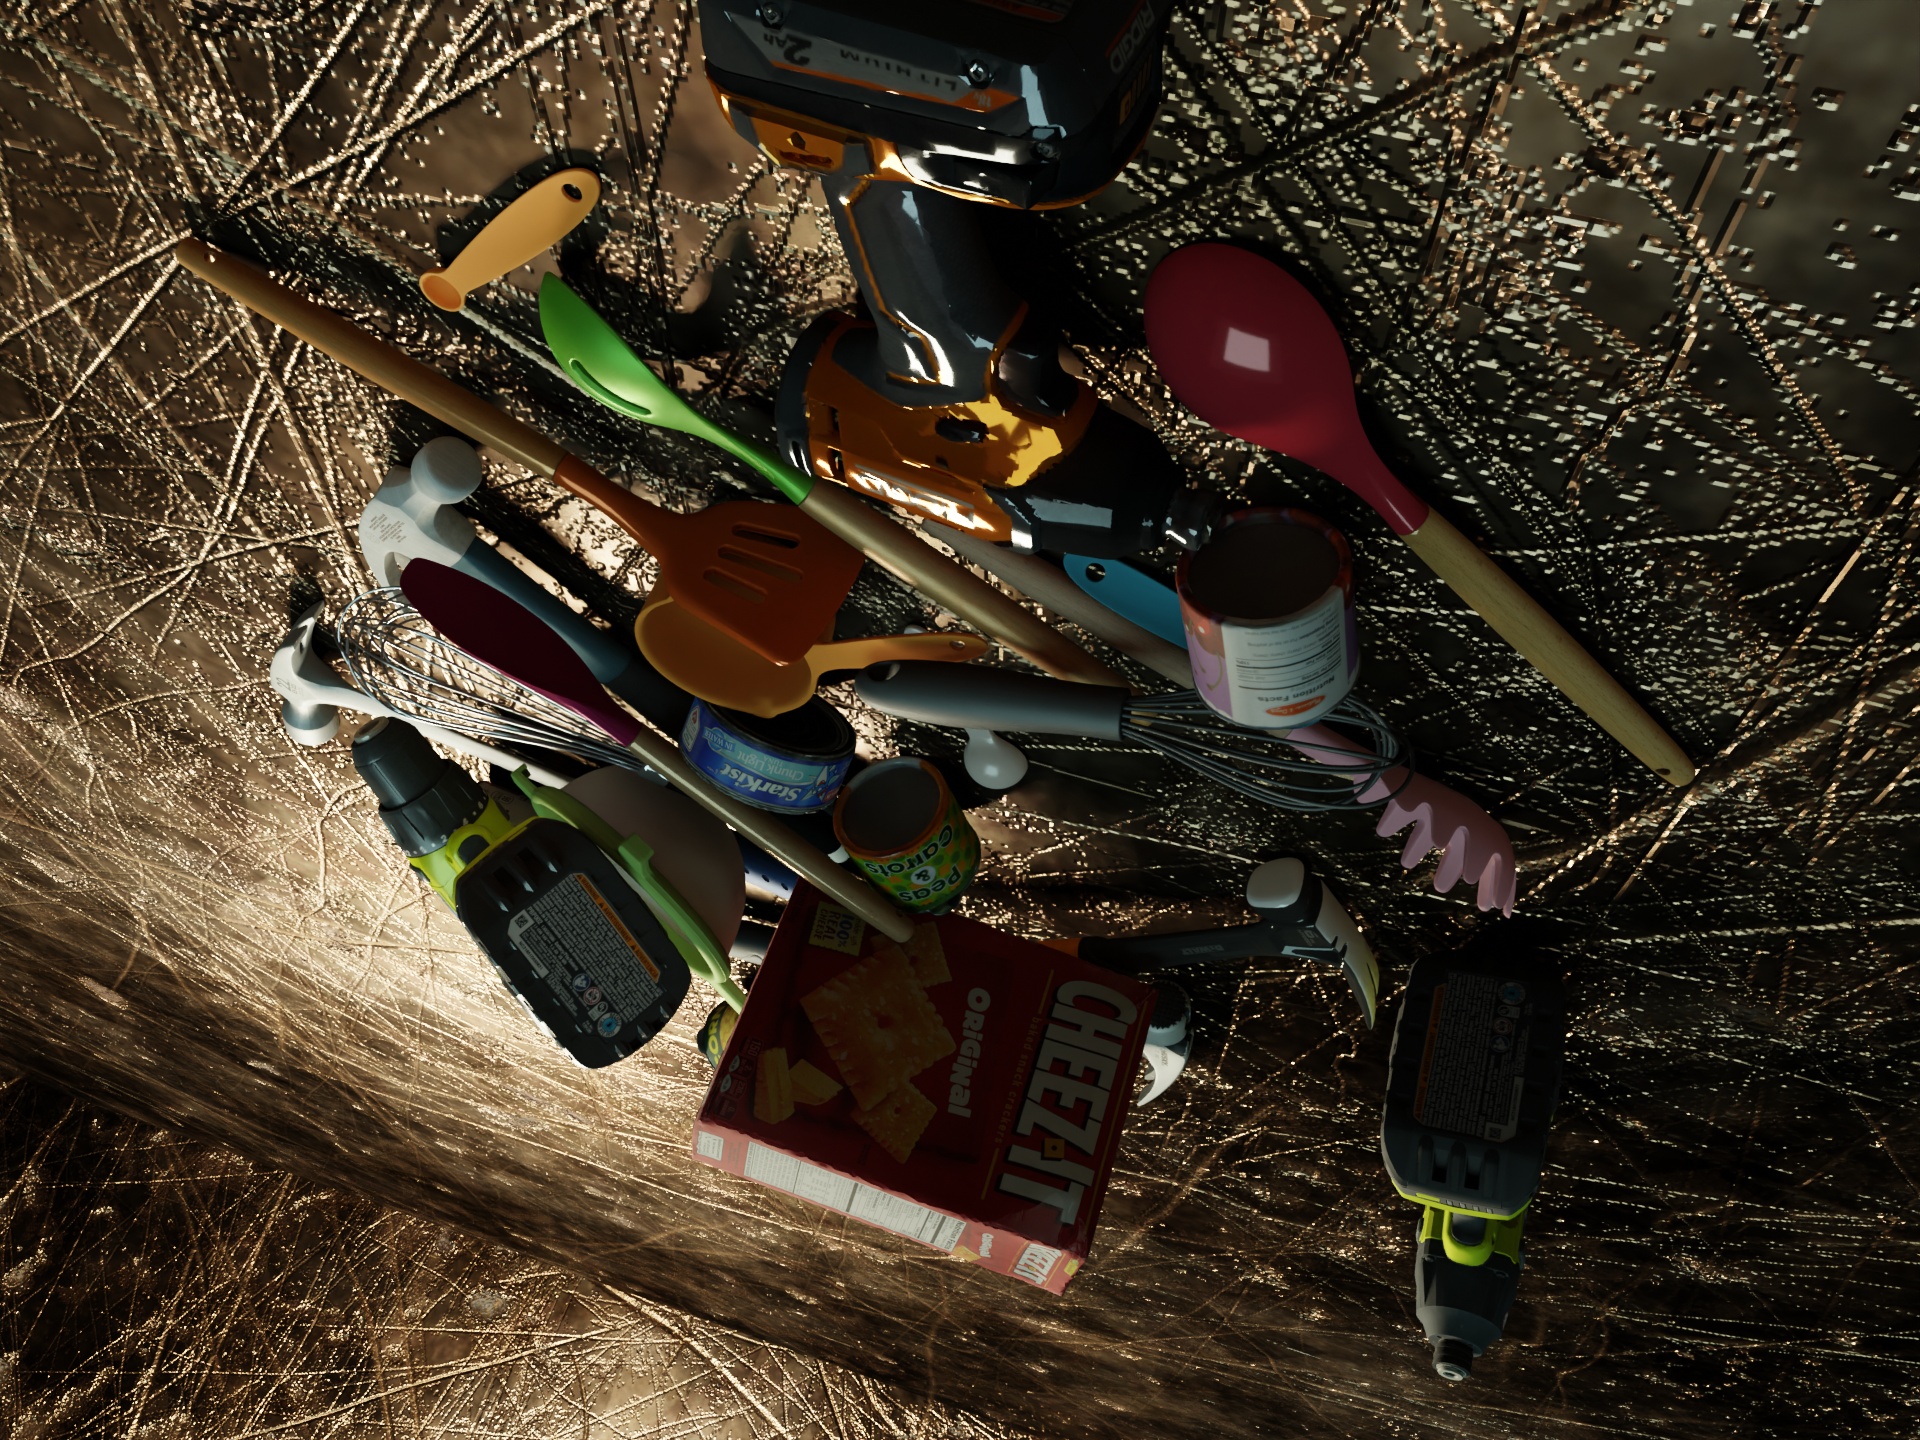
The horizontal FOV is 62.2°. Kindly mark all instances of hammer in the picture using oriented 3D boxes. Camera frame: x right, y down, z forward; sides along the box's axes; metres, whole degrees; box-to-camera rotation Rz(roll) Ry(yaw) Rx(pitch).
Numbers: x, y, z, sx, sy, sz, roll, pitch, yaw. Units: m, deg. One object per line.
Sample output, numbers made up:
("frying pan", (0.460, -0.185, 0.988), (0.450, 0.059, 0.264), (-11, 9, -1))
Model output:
("hammer", (-0.043, 0.177, 1.082), (0.409, 0.036, 0.149), (12, 149, 16))
("hammer", (0.071, 0.144, 0.931), (0.337, 0.034, 0.127), (-12, 135, 35))
("hammer", (-0.235, 0.042, 0.985), (0.405, 0.035, 0.144), (23, 149, -2))
("hammer", (-0.173, -0.021, 0.852), (0.330, 0.033, 0.128), (39, 144, -27))

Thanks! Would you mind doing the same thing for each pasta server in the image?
("pasta server", (0.118, -0.005, 0.696), (0.316, 0.040, 0.060), (29, 176, -10))

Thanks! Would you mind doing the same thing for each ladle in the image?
("ladle", (0.181, -0.060, 0.585), (0.315, 0.031, 0.069), (36, 150, -25))

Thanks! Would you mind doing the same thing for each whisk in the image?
("whisk", (0.066, 0.000, 0.661), (0.239, 0.055, 0.055), (8, 147, 18))
("whisk", (-0.186, 0.009, 0.823), (0.284, 0.070, 0.070), (27, 149, -19))

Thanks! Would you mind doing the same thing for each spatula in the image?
("spatula", (-0.193, -0.126, 0.686), (0.322, 0.081, 0.041), (30, 157, -3))

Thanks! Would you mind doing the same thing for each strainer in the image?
("strainer", (-0.143, 0.110, 0.930), (0.152, 0.069, 0.256), (21, 152, 48))

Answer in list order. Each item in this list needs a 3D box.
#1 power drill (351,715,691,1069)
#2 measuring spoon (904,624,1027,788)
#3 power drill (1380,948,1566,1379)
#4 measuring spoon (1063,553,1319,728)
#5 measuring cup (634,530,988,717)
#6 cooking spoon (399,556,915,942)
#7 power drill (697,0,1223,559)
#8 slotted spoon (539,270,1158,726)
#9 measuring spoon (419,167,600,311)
("power drill", (-0.257, 0.091, 0.898), (0.229, 0.080, 0.190), (17, 142, 56))
("measuring spoon", (-0.001, -0.003, 0.790), (0.034, 0.018, 0.124), (1, 143, 30))
("power drill", (0.277, 0.240, 0.857), (0.080, 0.171, 0.223), (6, 143, 23))
("measuring spoon", (0.101, -0.041, 0.672), (0.128, 0.021, 0.042), (30, 114, 2))
("measuring cup", (-0.063, -0.049, 0.727), (0.174, 0.052, 0.095), (-1, 144, 23))
("cooking spoon", (-0.144, 0.023, 0.798), (0.318, 0.069, 0.017), (38, 110, -21))
("power drill", (0.011, -0.137, 0.500), (0.164, 0.084, 0.226), (22, 153, 15))
("slotted spoon", (-0.042, -0.081, 0.661), (0.313, 0.031, 0.070), (32, 177, -17))
("measuring spoon", (-0.175, -0.188, 0.618), (0.117, 0.011, 0.021), (-16, 132, 41))
